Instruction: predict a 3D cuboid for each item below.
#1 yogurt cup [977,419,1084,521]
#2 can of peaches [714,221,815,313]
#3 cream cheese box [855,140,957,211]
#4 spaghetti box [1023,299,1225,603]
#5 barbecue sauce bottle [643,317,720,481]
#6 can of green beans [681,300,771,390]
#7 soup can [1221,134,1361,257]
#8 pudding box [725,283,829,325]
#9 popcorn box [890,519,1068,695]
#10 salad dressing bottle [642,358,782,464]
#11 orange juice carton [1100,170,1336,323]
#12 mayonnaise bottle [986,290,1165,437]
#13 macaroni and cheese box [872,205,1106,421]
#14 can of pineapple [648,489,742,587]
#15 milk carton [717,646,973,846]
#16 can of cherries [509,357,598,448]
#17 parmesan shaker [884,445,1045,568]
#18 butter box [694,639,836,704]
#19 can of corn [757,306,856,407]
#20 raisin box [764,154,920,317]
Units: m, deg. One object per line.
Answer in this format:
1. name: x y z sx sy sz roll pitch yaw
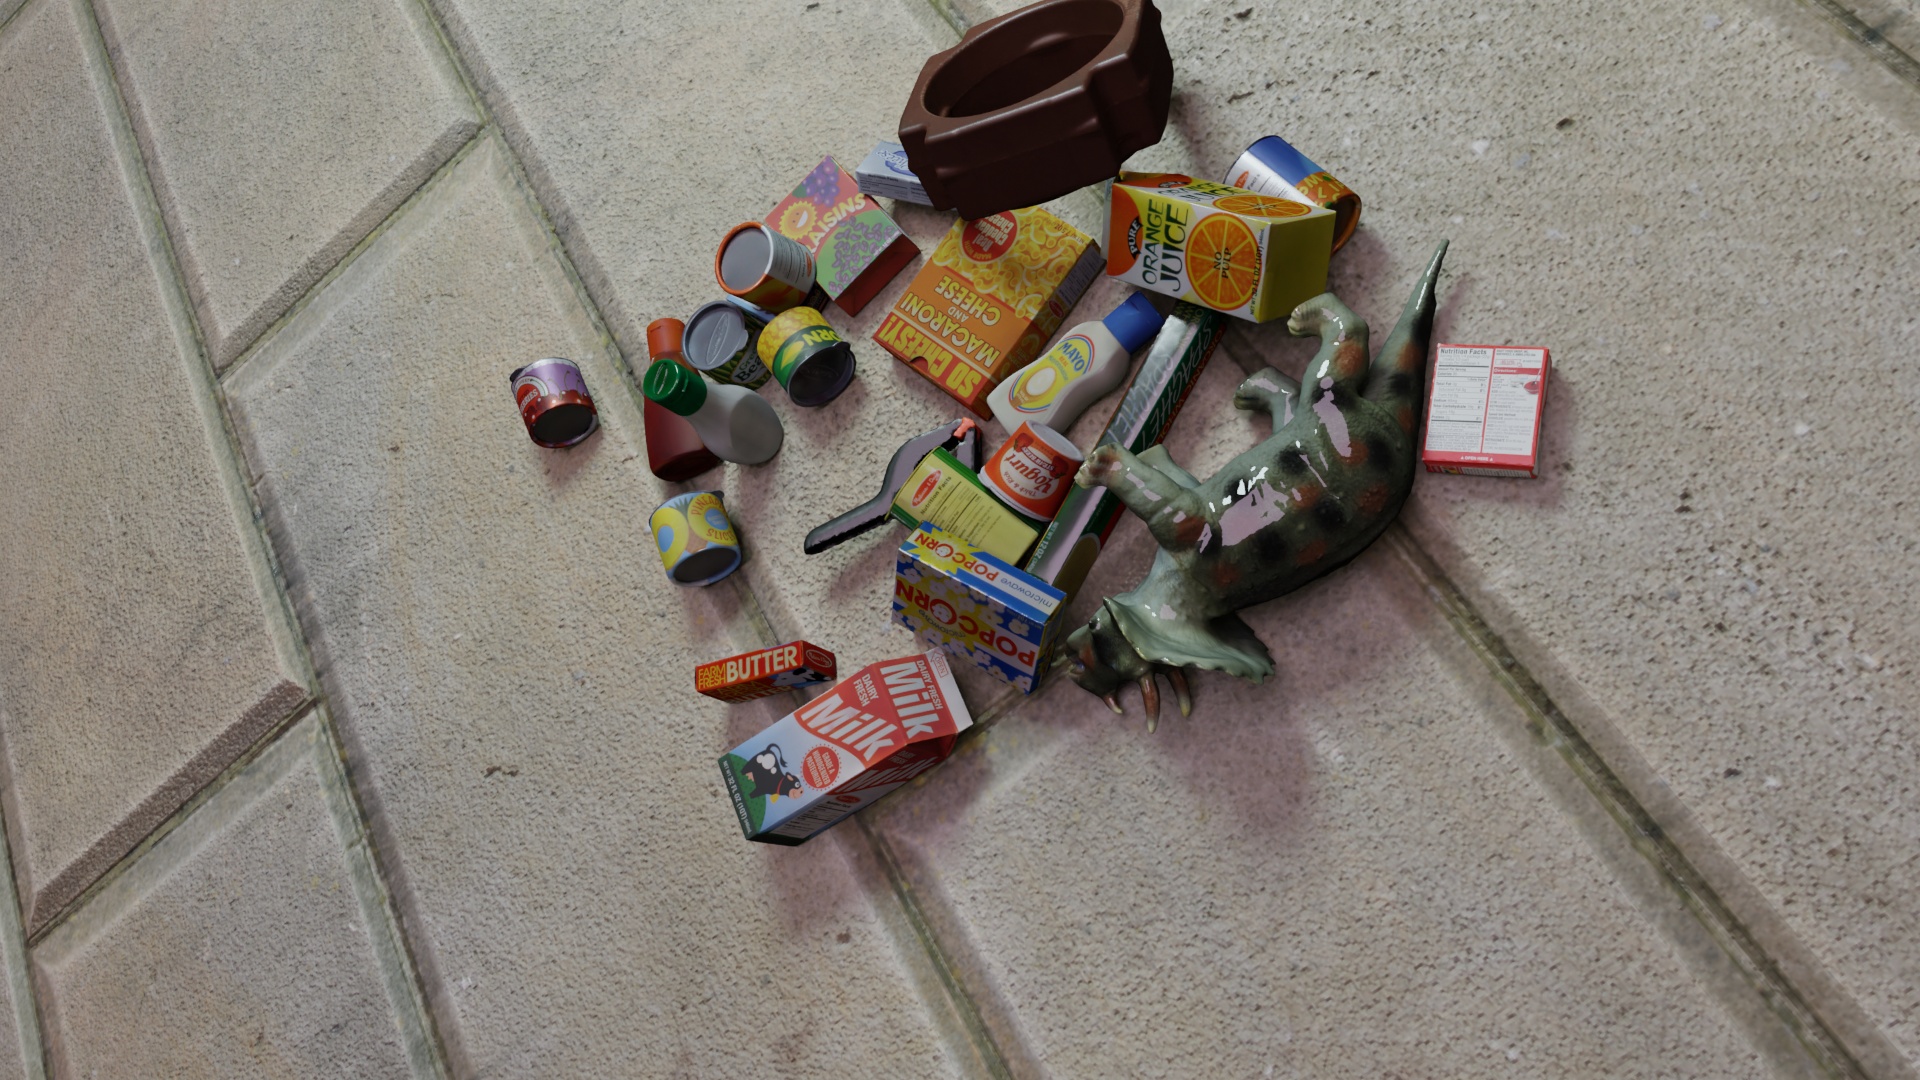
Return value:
1. yogurt cup: 0.057 -0.055 1.049 0.072 0.072 0.053 44 110 29
2. can of peaches: -0.170 -0.233 1.194 0.071 0.058 0.071 -6 79 31
3. cream cheese box: -0.033 -0.313 1.193 0.104 0.024 0.054 15 51 19
4. spaghetti box: 0.125 -0.070 1.047 0.029 0.050 0.250 29 88 27
5. barbecue sauce bottle: -0.257 -0.130 1.253 0.065 0.043 0.149 -21 65 18
6. can of green beans: -0.204 -0.171 1.232 0.071 0.057 0.071 -8 71 24
7. soup can: 0.249 -0.253 1.038 0.071 0.071 0.084 -46 62 7
8. pudding box: -0.164 -0.216 1.243 0.084 0.030 0.049 29 87 30
9. popcorn box: 0.012 0.050 1.028 0.127 0.084 0.038 28 50 17
10. salad dressing bottle: -0.206 -0.108 1.161 0.044 0.147 0.064 10 79 28
11. orange juice carton: 0.173 -0.223 1.025 0.193 0.073 0.071 29 127 43
12. mayonnaise bottle: 0.093 -0.135 1.087 0.148 0.041 0.065 -40 53 10
13. macaroni and cheese box: 0.022 -0.199 1.142 0.124 0.040 0.166 38 92 31
14. can of pineapple: -0.224 -0.002 1.183 0.071 0.071 0.058 -32 64 14
15. milk carton: -0.082 0.156 1.061 0.190 0.073 0.072 -32 63 13
16. can of cherries: -0.381 -0.128 1.296 0.071 0.071 0.058 -34 63 13
17. parmesan shaker: 0.004 -0.013 1.059 0.103 0.071 0.071 37 92 5
18. butter box: -0.158 0.107 1.125 0.103 0.053 0.024 -15 67 21
19. can of corn: -0.131 -0.159 1.188 0.071 0.071 0.058 -43 61 8
20. raisin box: -0.105 -0.270 1.227 0.086 0.040 0.124 -44 62 8
